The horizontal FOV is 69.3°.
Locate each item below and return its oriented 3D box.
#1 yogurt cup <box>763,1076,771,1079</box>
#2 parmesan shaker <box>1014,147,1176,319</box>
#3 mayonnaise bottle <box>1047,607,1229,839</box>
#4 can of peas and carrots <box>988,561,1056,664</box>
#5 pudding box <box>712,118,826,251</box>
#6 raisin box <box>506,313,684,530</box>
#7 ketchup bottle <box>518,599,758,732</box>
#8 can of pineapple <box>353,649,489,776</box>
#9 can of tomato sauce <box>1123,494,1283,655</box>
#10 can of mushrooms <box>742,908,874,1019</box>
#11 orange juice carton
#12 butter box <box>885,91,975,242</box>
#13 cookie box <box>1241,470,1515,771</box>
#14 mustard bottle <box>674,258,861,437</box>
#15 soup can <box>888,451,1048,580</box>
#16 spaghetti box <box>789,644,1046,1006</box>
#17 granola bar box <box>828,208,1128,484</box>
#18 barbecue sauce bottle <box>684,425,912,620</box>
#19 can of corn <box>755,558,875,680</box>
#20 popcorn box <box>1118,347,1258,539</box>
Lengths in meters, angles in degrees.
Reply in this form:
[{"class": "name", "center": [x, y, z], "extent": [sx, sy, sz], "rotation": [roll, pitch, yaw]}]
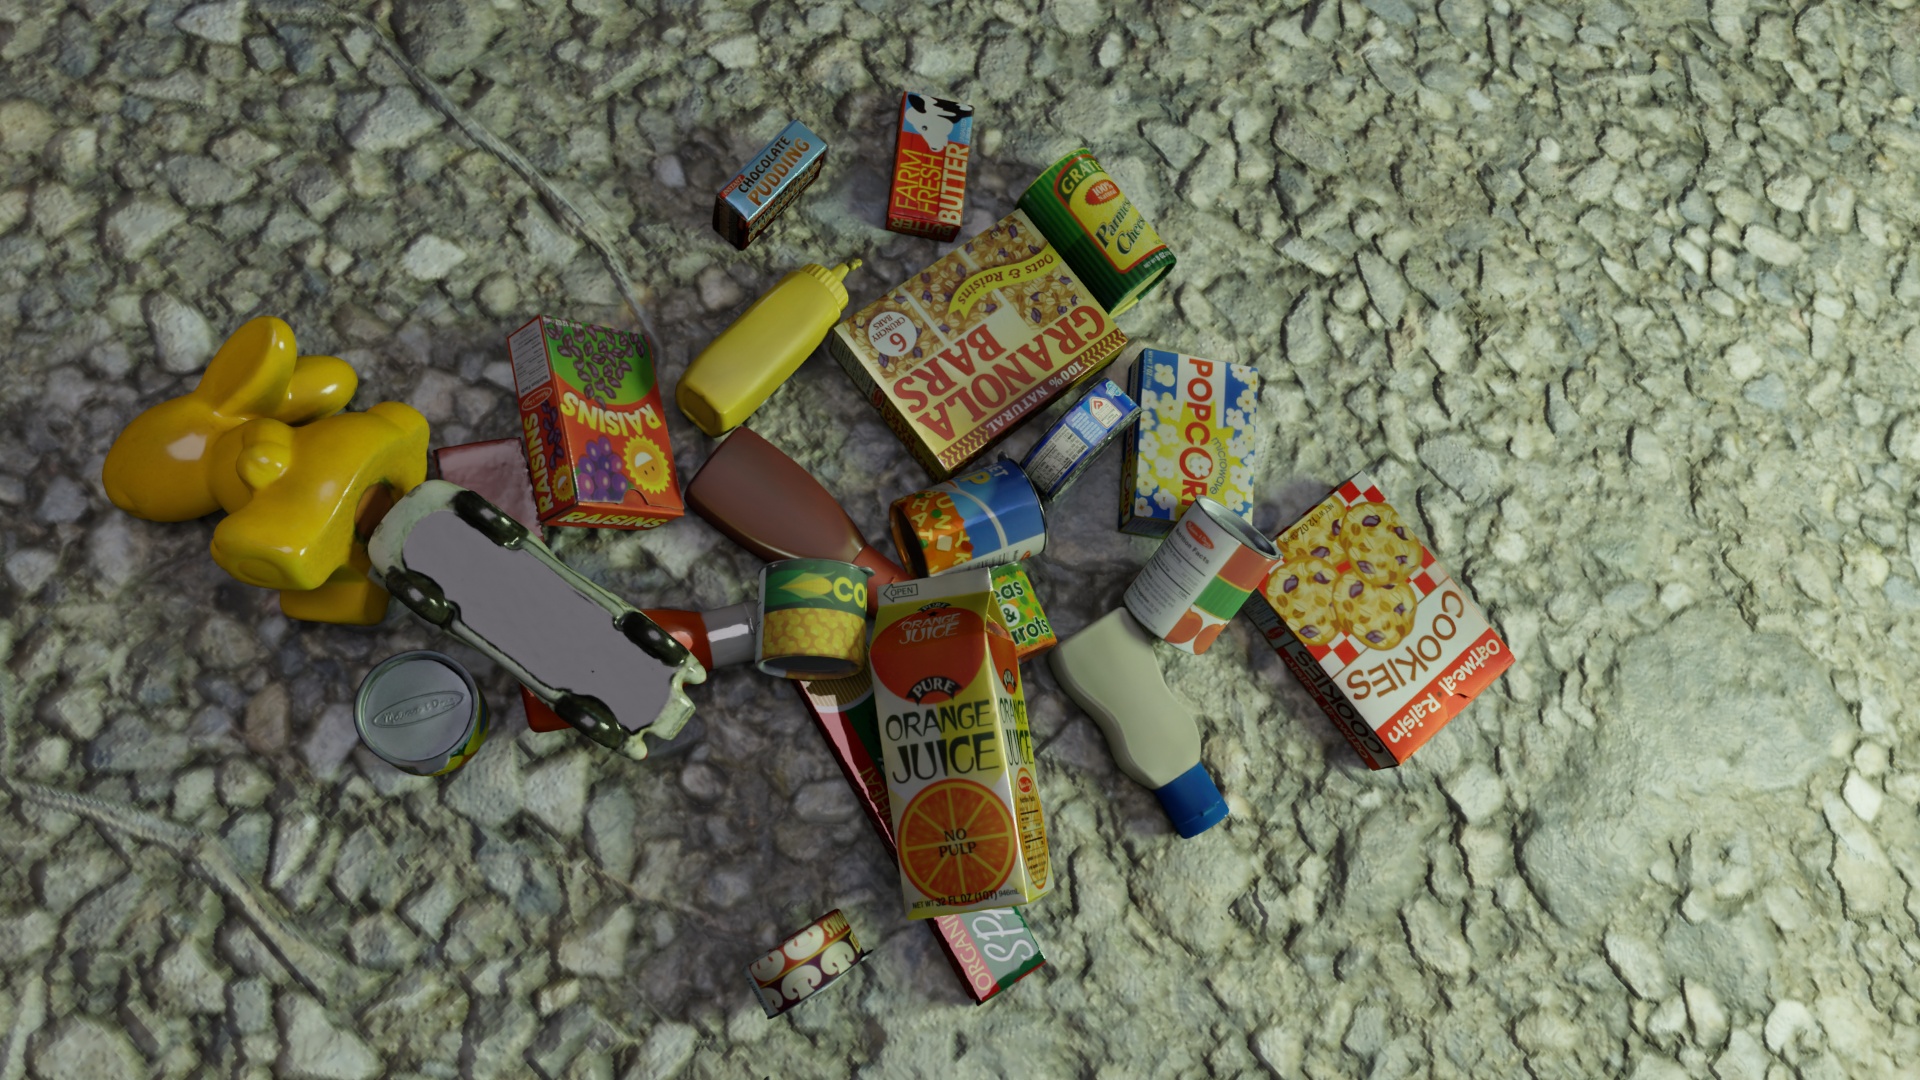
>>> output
[{"class": "yogurt cup", "center": [-0.086, 0.341, 0.774], "extent": [0.054, 0.072, 0.072], "rotation": [11, 72, -18]}, {"class": "parmesan shaker", "center": [0.097, -0.216, 0.978], "extent": [0.071, 0.071, 0.103], "rotation": [-37, 85, -19]}, {"class": "mayonnaise bottle", "center": [0.119, 0.120, 0.896], "extent": [0.065, 0.041, 0.148], "rotation": [-29, 83, -18]}, {"class": "can of peas and carrots", "center": [0.021, 0.052, 0.878], "extent": [0.071, 0.070, 0.059], "rotation": [-23, 81, -17]}, {"class": "pudding box", "center": [-0.130, -0.242, 0.944], "extent": [0.030, 0.049, 0.084], "rotation": [41, 70, 0]}, {"class": "raisin box", "center": [-0.223, -0.070, 0.855], "extent": [0.086, 0.040, 0.123], "rotation": [5, 67, -55]}, {"class": "ketchup bottle", "center": [-0.191, 0.069, 0.841], "extent": [0.149, 0.043, 0.065], "rotation": [-12, 80, -16]}, {"class": "can of pineapple", "center": [-0.308, 0.102, 0.798], "extent": [0.071, 0.057, 0.071], "rotation": [3, 73, -11]}, {"class": "can of tomato sauce", "center": [0.157, 0.023, 0.902], "extent": [0.071, 0.071, 0.083], "rotation": [35, 107, -1]}, {"class": "can of mushrooms", "center": [-0.088, 0.242, 0.800], "extent": [0.071, 0.071, 0.033], "rotation": [-29, 81, -18]}, {"class": "orange juice carton", "center": [-0.002, 0.114, 0.805], "extent": [0.072, 0.073, 0.193], "rotation": [-12, 79, 13]}, {"class": "butter box", "center": [-0.022, -0.266, 0.988], "extent": [0.053, 0.024, 0.104], "rotation": [9, 72, -10]}, {"class": "cookie box", "center": [0.279, 0.054, 0.951], "extent": [0.123, 0.040, 0.167], "rotation": [-36, 84, -19]}, {"class": "mustard bottle", "center": [-0.119, -0.136, 0.910], "extent": [0.049, 0.065, 0.161], "rotation": [41, 64, -3]}, {"class": "soup can", "center": [0.003, -0.011, 0.896], "extent": [0.084, 0.071, 0.071], "rotation": [-21, 79, -17]}, {"class": "spaghetti box", "center": [-0.031, 0.163, 0.856], "extent": [0.050, 0.028, 0.250], "rotation": [-28, 81, -17]}, {"class": "granola bar box", "center": [0.013, -0.133, 0.948], "extent": [0.166, 0.039, 0.124], "rotation": [-36, 84, -20]}, {"class": "barbecue sauce bottle", "center": [-0.099, -0.006, 0.884], "extent": [0.148, 0.043, 0.065], "rotation": [37, 68, -1]}, {"class": "can of corn", "center": [-0.086, 0.048, 0.826], "extent": [0.071, 0.071, 0.058], "rotation": [4, 70, -11]}, {"class": "popcorn box", "center": [0.158, -0.064, 0.960], "extent": [0.085, 0.038, 0.127], "rotation": [9, 72, -10]}]
